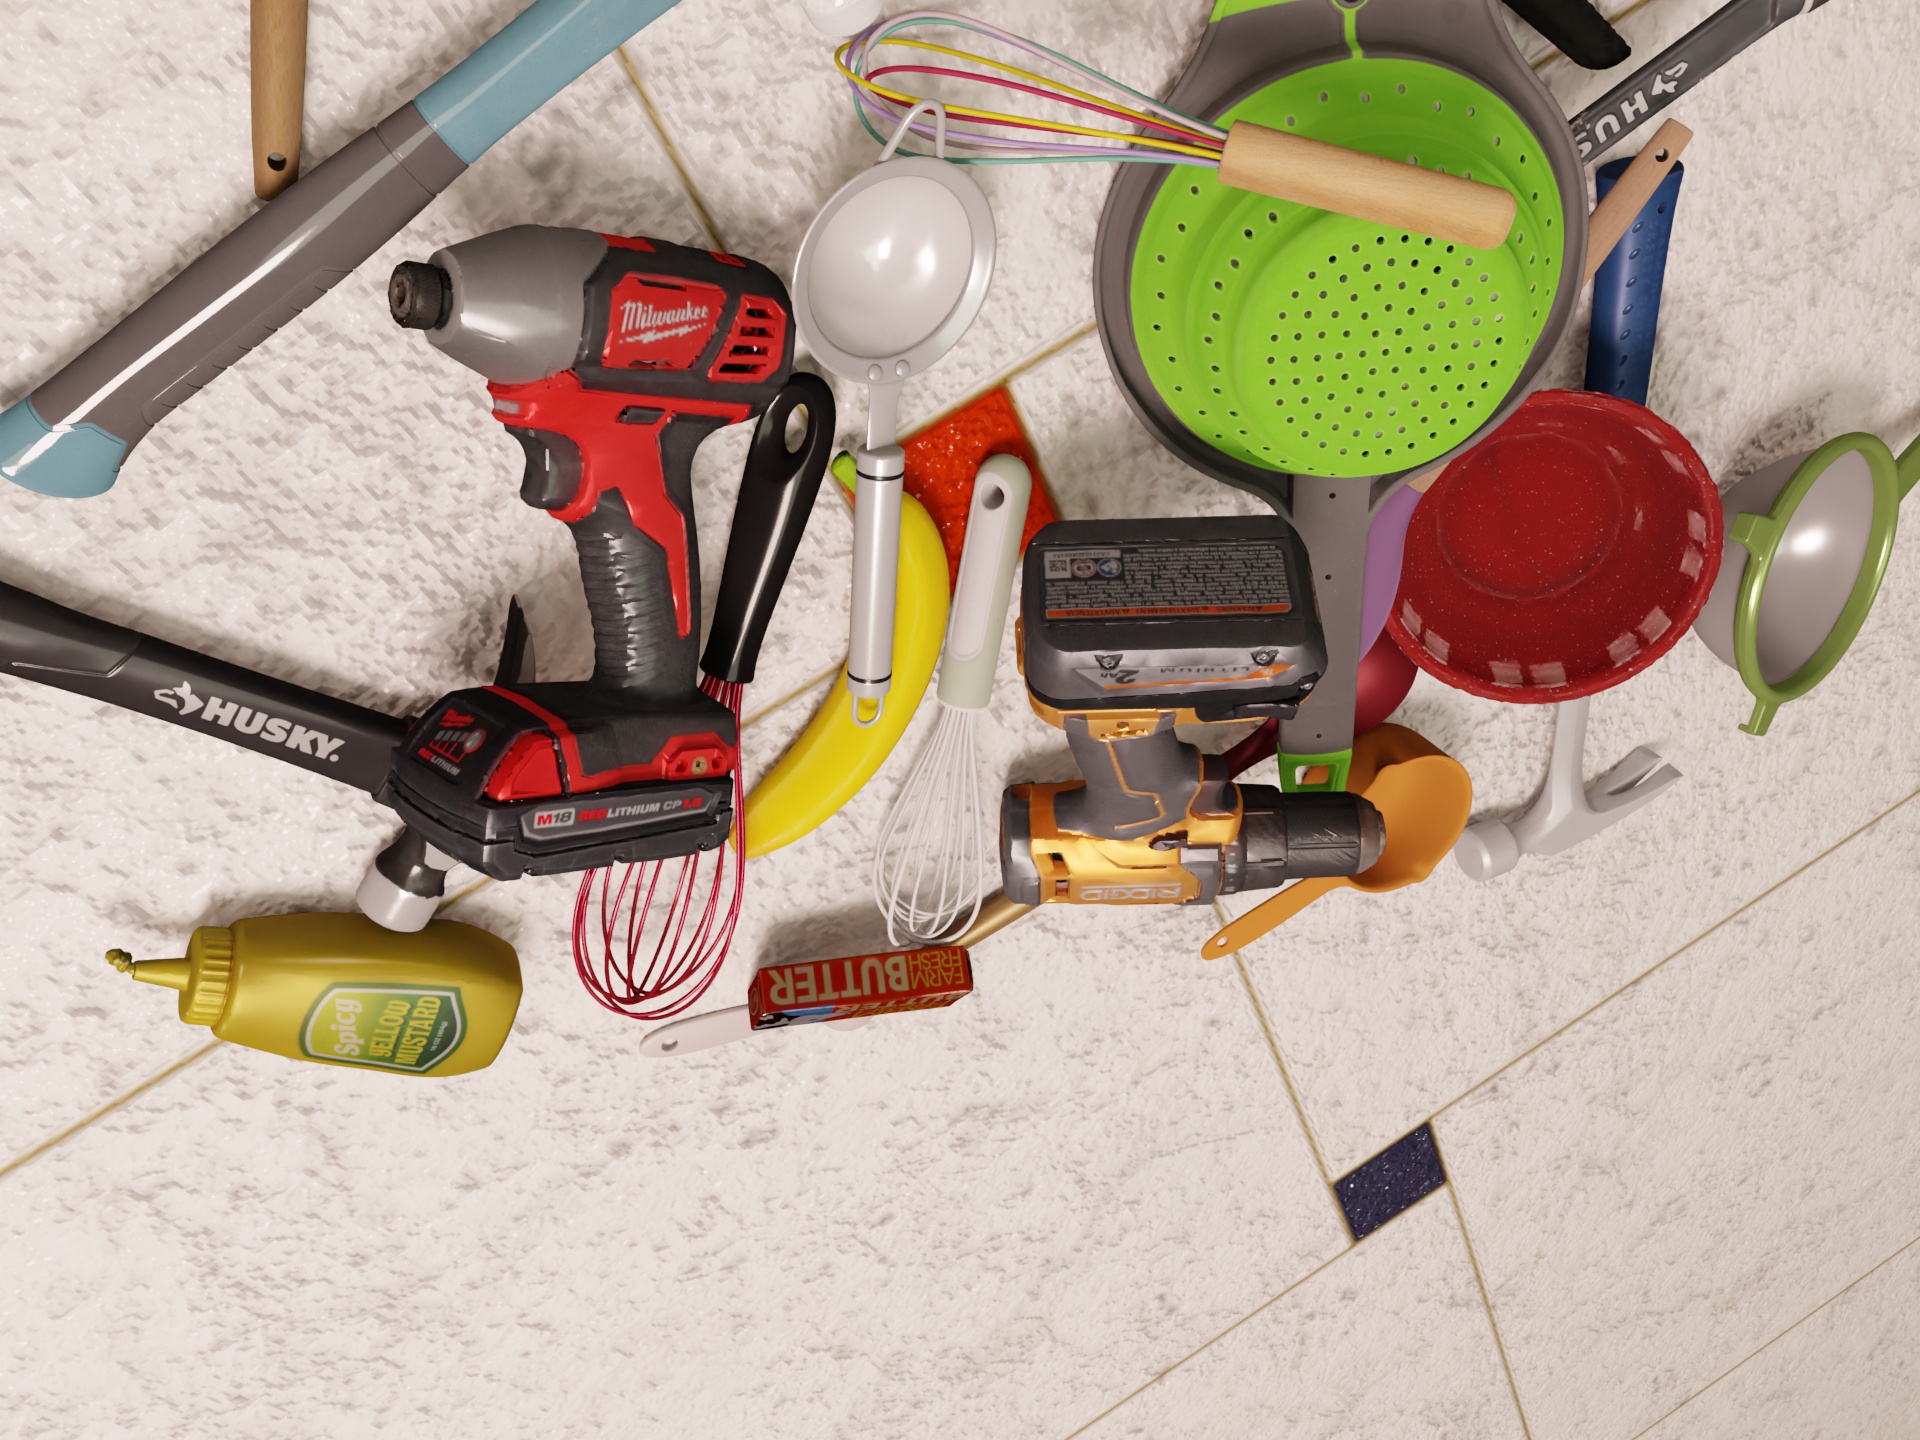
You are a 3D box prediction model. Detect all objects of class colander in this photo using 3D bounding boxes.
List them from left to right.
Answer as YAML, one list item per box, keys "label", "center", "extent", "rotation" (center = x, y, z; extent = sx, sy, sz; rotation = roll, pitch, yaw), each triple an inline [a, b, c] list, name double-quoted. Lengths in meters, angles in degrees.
- label: "colander"
  center: [0.165, -0.098, 0.677]
  extent: [0.204, 0.095, 0.396]
  rotation: [-4, 125, 3]

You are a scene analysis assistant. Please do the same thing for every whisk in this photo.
- label: "whisk"
  center: [-0.103, -0.002, 0.669]
  extent: [0.073, 0.073, 0.295]
  rotation: [8, 110, -31]
- label: "whisk"
  center: [-0.001, -0.002, 0.728]
  extent: [0.059, 0.058, 0.246]
  rotation: [-27, 133, -55]
- label: "whisk"
  center: [0.071, -0.203, 0.558]
  extent: [0.245, 0.047, 0.051]
  rotation: [17, 104, 7]

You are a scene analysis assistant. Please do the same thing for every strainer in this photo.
- label: "strainer"
  center: [-0.033, -0.109, 0.618]
  extent: [0.087, 0.050, 0.258]
  rotation: [-14, 125, -30]
- label: "strainer"
  center: [0.485, -0.122, 0.898]
  extent: [0.256, 0.069, 0.151]
  rotation: [-40, 130, -21]

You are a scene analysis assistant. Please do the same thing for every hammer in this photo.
- label: "hammer"
  center: [-0.310, -0.029, 0.560]
  extent: [0.334, 0.035, 0.146]
  rotation: [24, 107, -36]
- label: "hammer"
  center: [-0.178, -0.181, 0.515]
  extent: [0.331, 0.033, 0.128]
  rotation: [-37, 156, 4]
- label: "hammer"
  center: [0.343, -0.093, 0.851]
  extent: [0.144, 0.035, 0.405]
  rotation: [-19, 126, -15]
- label: "hammer"
  center: [0.335, -0.292, 0.662]
  extent: [0.409, 0.036, 0.149]
  rotation: [-35, 130, 15]

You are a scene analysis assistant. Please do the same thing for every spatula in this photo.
- label: "spatula"
  center: [0.225, -0.129, 0.732]
  extent: [0.060, 0.018, 0.315]
  rotation: [31, 119, -2]

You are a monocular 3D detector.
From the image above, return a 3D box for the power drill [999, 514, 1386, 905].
- label: "power drill"
  center: [0.109, 0.011, 0.707]
  extent: [0.185, 0.084, 0.226]
  rotation: [-1, 144, 1]

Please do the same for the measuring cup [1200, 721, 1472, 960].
- label: "measuring cup"
  center: [0.193, 0.067, 0.866]
  extent: [0.173, 0.052, 0.095]
  rotation: [-33, 129, -2]

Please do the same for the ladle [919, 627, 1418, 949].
- label: "ladle"
  center: [0.111, 0.039, 0.823]
  extent: [0.315, 0.031, 0.069]
  rotation: [-33, 118, -3]

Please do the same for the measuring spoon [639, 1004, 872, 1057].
- label: "measuring spoon"
  center: [-0.097, 0.153, 0.792]
  extent: [0.124, 0.018, 0.034]
  rotation: [-10, 124, -20]

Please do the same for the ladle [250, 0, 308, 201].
- label: "ladle"
  center: [-0.186, -0.301, 0.439]
  extent: [0.078, 0.062, 0.320]
  rotation: [1, 122, -24]

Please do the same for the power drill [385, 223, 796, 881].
- label: "power drill"
  center: [-0.137, -0.062, 0.567]
  extent: [0.143, 0.079, 0.219]
  rotation: [-4, 108, -44]
